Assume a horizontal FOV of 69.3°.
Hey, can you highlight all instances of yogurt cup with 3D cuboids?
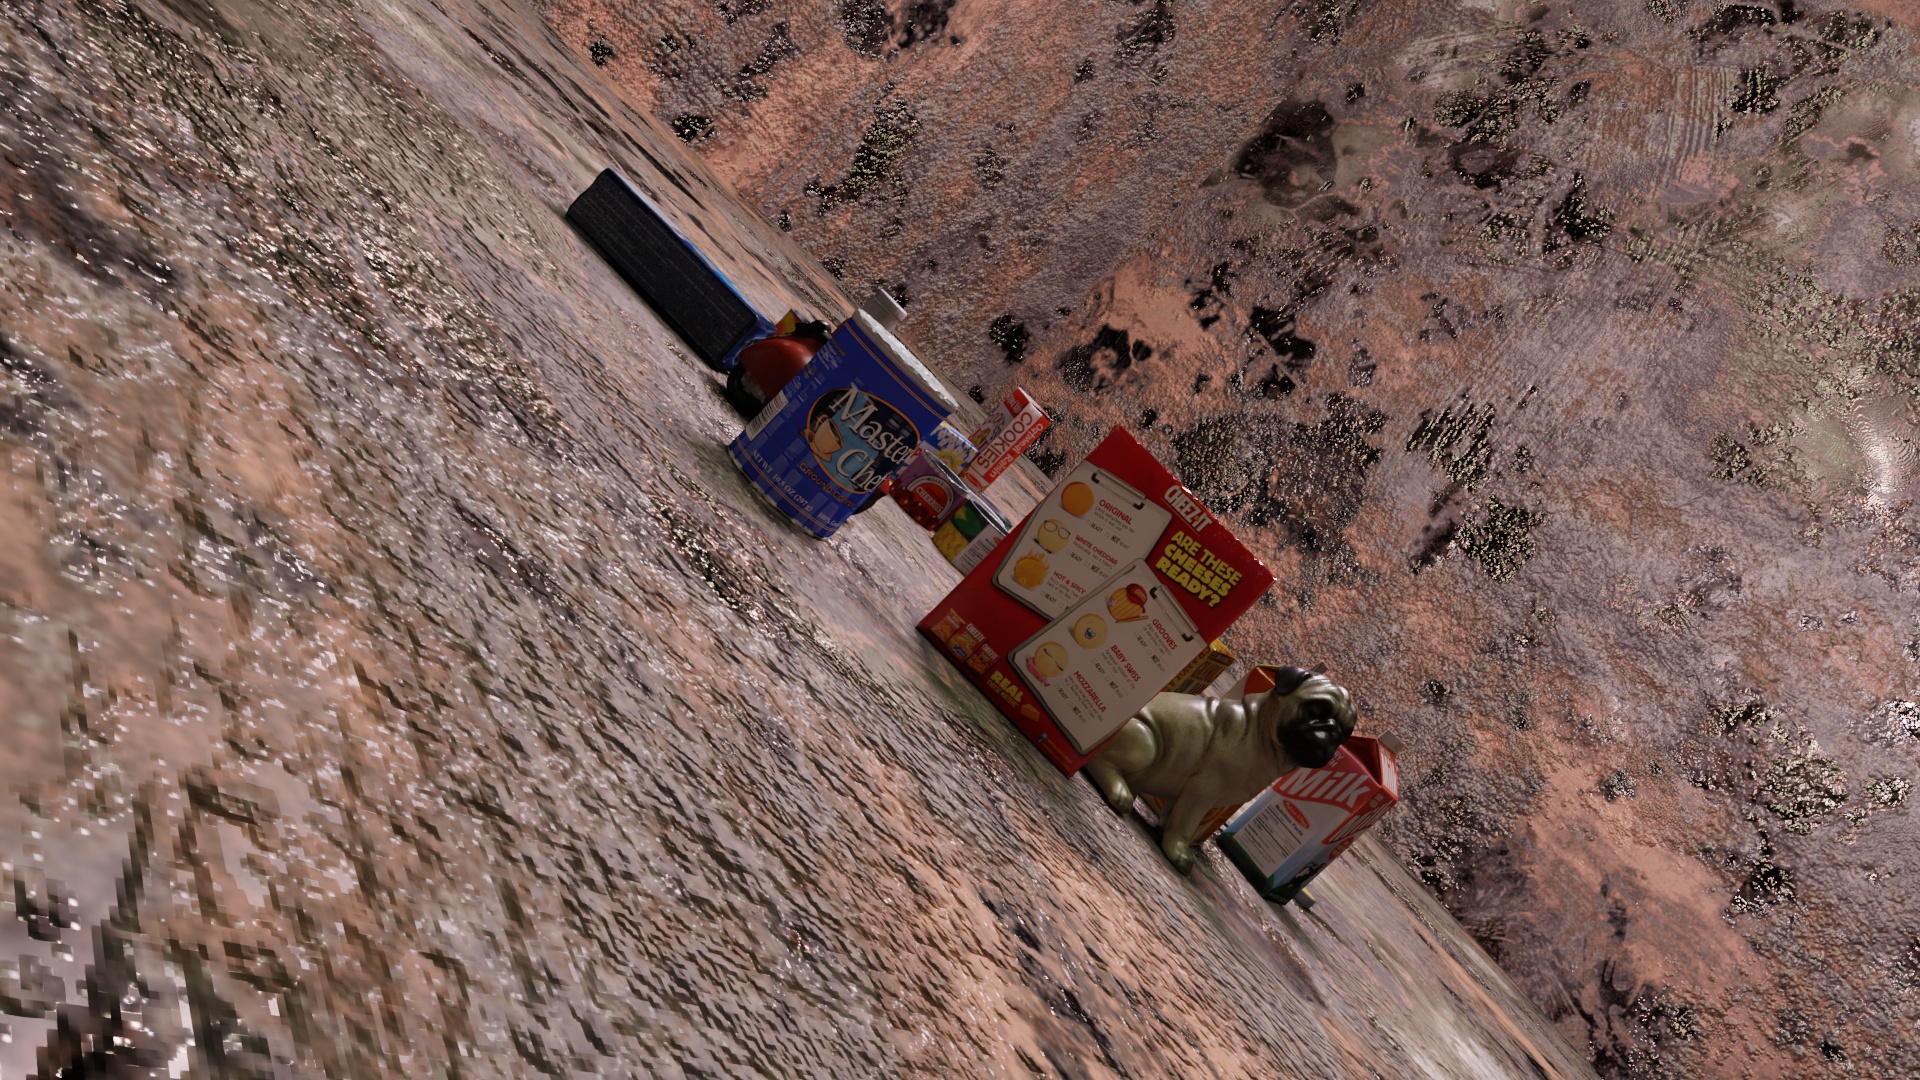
[{"bbox_3d":[0.005,-0.019,1.493,0.072,0.054,0.072,44,7,-7],"label":"yogurt cup"}]

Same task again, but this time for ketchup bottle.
[{"bbox_3d":[-0.116,-0.178,1.343,0.043,0.148,0.065,43,7,-13],"label":"ketchup bottle"}]

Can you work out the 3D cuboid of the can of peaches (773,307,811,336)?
[{"bbox_3d":[-0.182,-0.215,1.537,0.071,0.058,0.071,44,7,-7],"label":"can of peaches"}]

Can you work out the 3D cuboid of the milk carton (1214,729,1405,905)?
[{"bbox_3d":[0.340,0.249,1.306,0.073,0.190,0.072,49,8,34],"label":"milk carton"}]

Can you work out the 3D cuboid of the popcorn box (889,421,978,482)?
[{"bbox_3d":[-0.042,-0.097,1.547,0.038,0.085,0.126,48,8,26],"label":"popcorn box"}]

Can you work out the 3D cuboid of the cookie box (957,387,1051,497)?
[{"bbox_3d":[0.034,-0.109,1.705,0.040,0.167,0.123,43,7,-13],"label":"cookie box"}]

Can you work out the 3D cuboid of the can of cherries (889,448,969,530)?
[{"bbox_3d":[-0.033,-0.052,1.450,0.071,0.058,0.071,44,7,-7],"label":"can of cherries"}]

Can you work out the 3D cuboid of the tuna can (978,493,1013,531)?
[{"bbox_3d":[0.036,-0.030,1.805,0.071,0.033,0.071,44,7,-7],"label":"tuna can"}]

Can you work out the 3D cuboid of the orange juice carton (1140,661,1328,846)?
[{"bbox_3d":[0.247,0.174,1.206,0.073,0.192,0.072,48,7,22],"label":"orange juice carton"}]

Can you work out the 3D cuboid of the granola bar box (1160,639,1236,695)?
[{"bbox_3d":[0.234,0.153,1.515,0.039,0.124,0.165,47,7,19],"label":"granola bar box"}]

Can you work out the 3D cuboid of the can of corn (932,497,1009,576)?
[{"bbox_3d":[0.012,-0.002,1.421,0.071,0.058,0.071,44,7,-7],"label":"can of corn"}]

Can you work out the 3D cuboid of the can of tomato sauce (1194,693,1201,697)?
[{"bbox_3d":[0.223,0.202,1.349,0.071,0.083,0.071,44,7,-7],"label":"can of tomato sauce"}]
